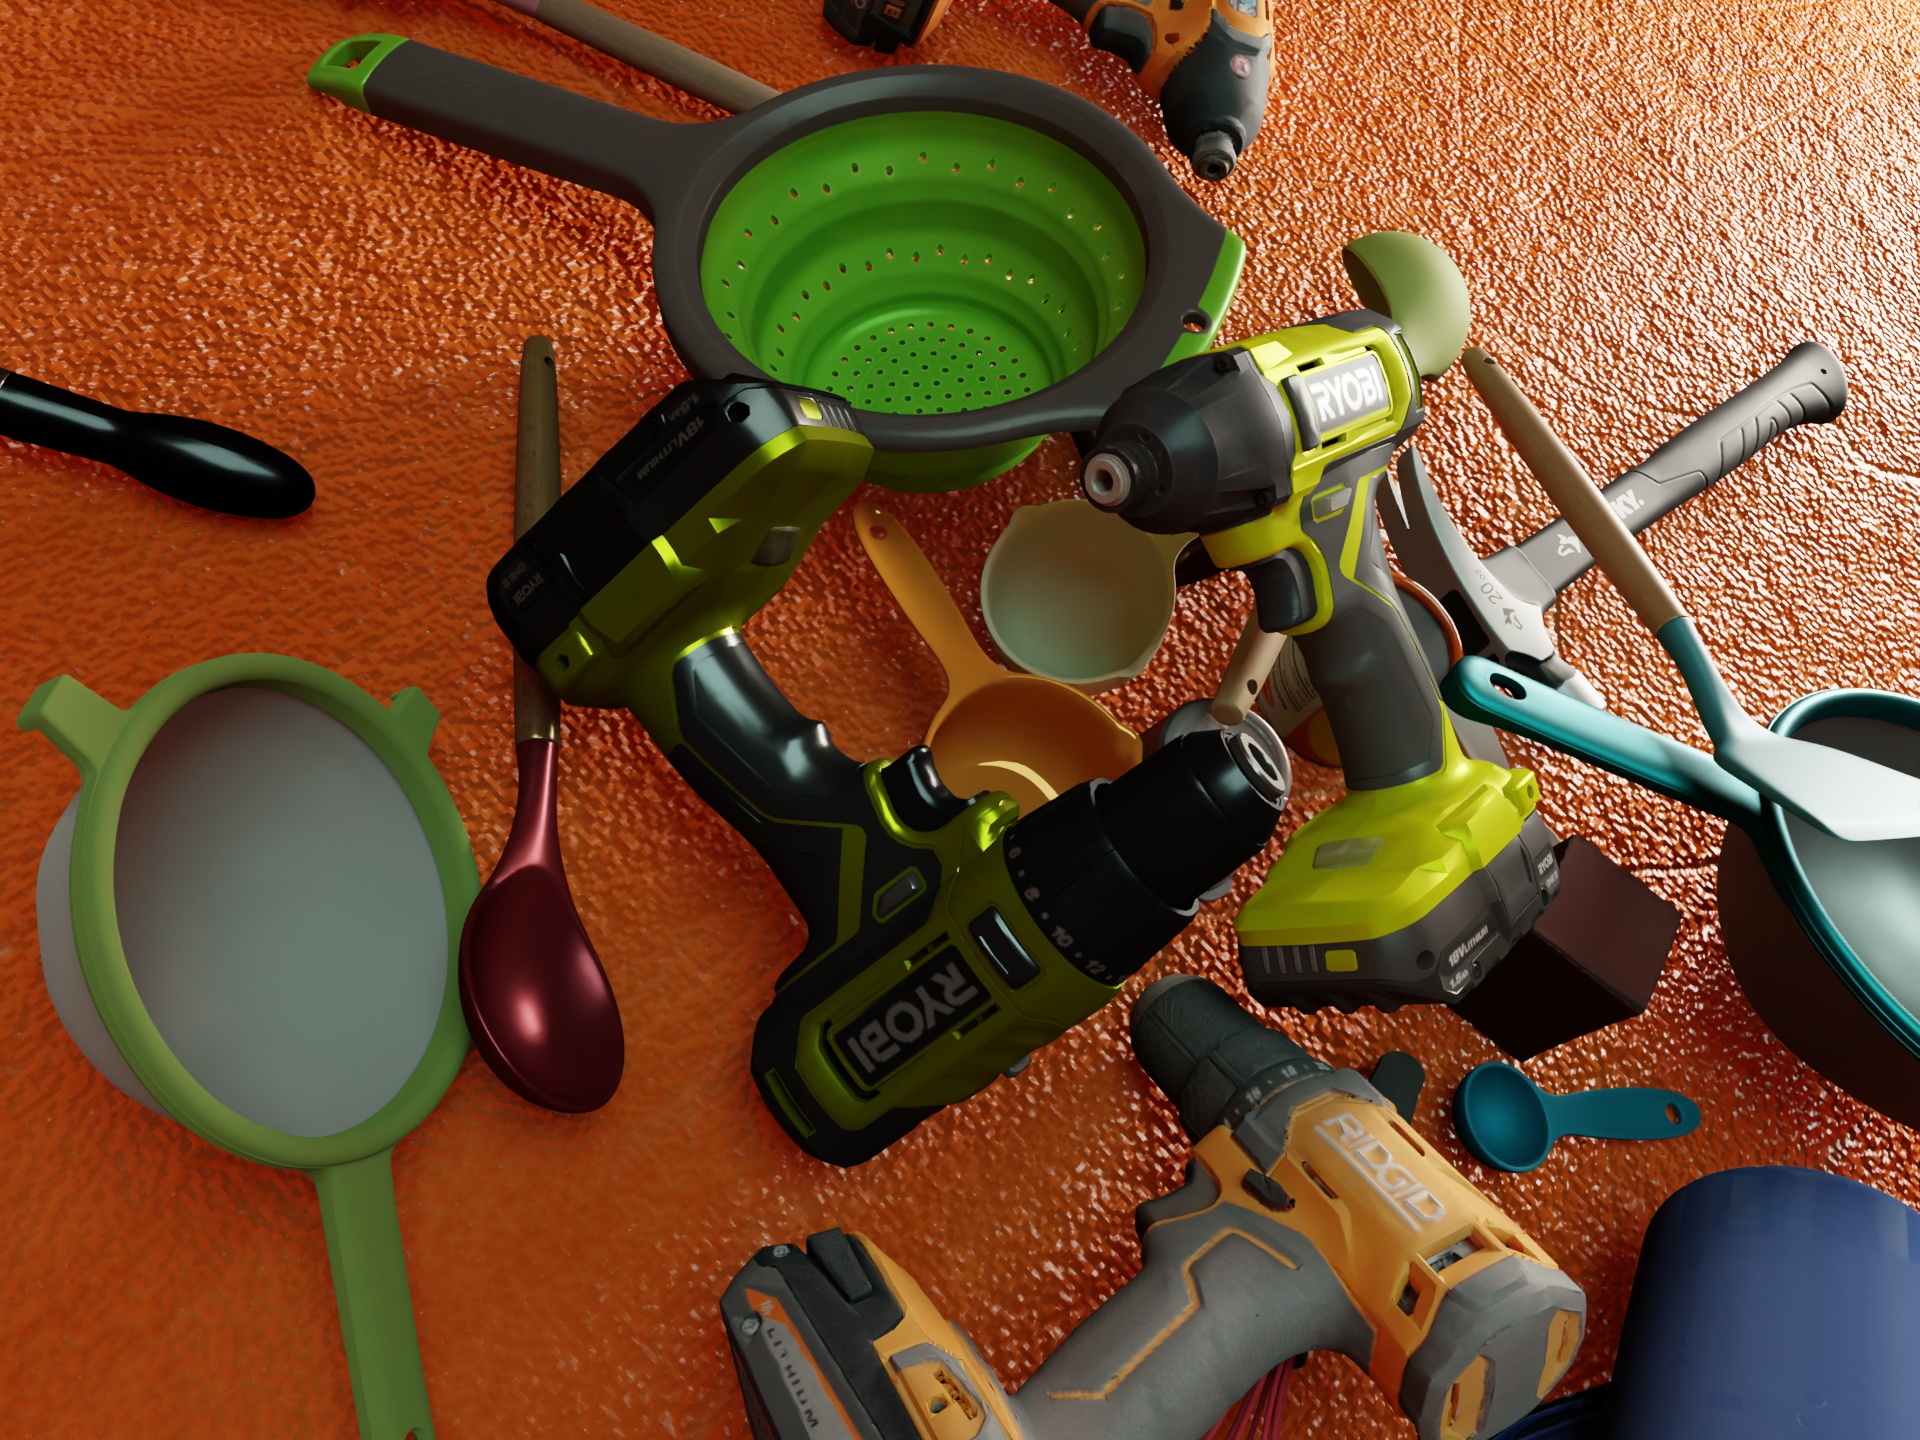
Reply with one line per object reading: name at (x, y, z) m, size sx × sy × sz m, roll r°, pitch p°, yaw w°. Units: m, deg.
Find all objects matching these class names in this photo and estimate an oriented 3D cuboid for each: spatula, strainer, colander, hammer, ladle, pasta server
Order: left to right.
strainer at (-0.203, 0.111, 0.466) m, size 0.069 × 0.151 × 0.256 m, roll -14°, pitch 85°, yaw 20°
ladle at (-0.150, -0.014, 0.564) m, size 0.069 × 0.031 × 0.316 m, roll 36°, pitch 40°, yaw -52°
pasta server at (-0.162, -0.303, 0.712) m, size 0.316 × 0.040 × 0.060 m, roll 21°, pitch 59°, yaw -13°
colander at (-0.088, -0.189, 0.654) m, size 0.397 × 0.094 × 0.205 m, roll 22°, pitch 61°, yaw 13°
ladle at (0.158, -0.111, 0.689) m, size 0.078 × 0.062 × 0.320 m, roll 51°, pitch 50°, yaw -25°
hammer at (0.343, -0.121, 0.790) m, size 0.335 × 0.035 × 0.146 m, roll -31°, pitch 78°, yaw -29°
spatula at (0.290, -0.064, 0.661) m, size 0.082 × 0.044 × 0.318 m, roll -4°, pitch 50°, yaw -19°
strainer at (0.337, 0.071, 0.657) m, size 0.340 × 0.095 × 0.211 m, roll 23°, pitch 48°, yaw -3°

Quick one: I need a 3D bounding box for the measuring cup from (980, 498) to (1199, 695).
measuring cup at (0.084, -0.071, 0.642) m, size 0.167 × 0.038 × 0.083 m, roll -33°, pitch 76°, yaw -7°

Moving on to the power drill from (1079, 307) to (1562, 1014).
power drill at (0.122, -0.020, 0.547) m, size 0.171 × 0.080 × 0.223 m, roll -27°, pitch 101°, yaw -45°

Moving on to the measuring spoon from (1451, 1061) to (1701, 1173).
measuring spoon at (0.242, 0.158, 0.629) m, size 0.128 × 0.021 × 0.042 m, roll 6°, pitch 61°, yaw -27°

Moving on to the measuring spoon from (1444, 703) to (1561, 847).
measuring spoon at (0.226, 0.021, 0.693) m, size 0.034 × 0.018 × 0.124 m, roll -4°, pitch 59°, yaw -21°

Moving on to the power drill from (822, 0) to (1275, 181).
power drill at (0.052, -0.355, 0.782) m, size 0.226 × 0.084 × 0.164 m, roll 12°, pitch 62°, yaw -18°

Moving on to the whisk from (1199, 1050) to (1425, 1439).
whisk at (0.094, 0.221, 0.519) m, size 0.073 × 0.073 × 0.296 m, roll 38°, pitch 54°, yaw 2°

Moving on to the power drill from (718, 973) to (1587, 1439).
power drill at (0.044, 0.169, 0.491) m, size 0.226 × 0.084 × 0.186 m, roll -19°, pitch 35°, yaw -20°

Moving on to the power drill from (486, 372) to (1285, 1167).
power drill at (-0.028, 0.004, 0.508) m, size 0.228 × 0.190 × 0.080 m, roll 54°, pitch 20°, yaw 8°

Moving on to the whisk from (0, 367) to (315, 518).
whisk at (-0.364, -0.119, 0.534) m, size 0.284 × 0.070 × 0.070 m, roll 17°, pitch 60°, yaw -16°

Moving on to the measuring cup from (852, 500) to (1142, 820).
measuring cup at (-0.001, -0.002, 0.601) m, size 0.095 × 0.052 × 0.174 m, roll -23°, pitch 72°, yaw -27°
